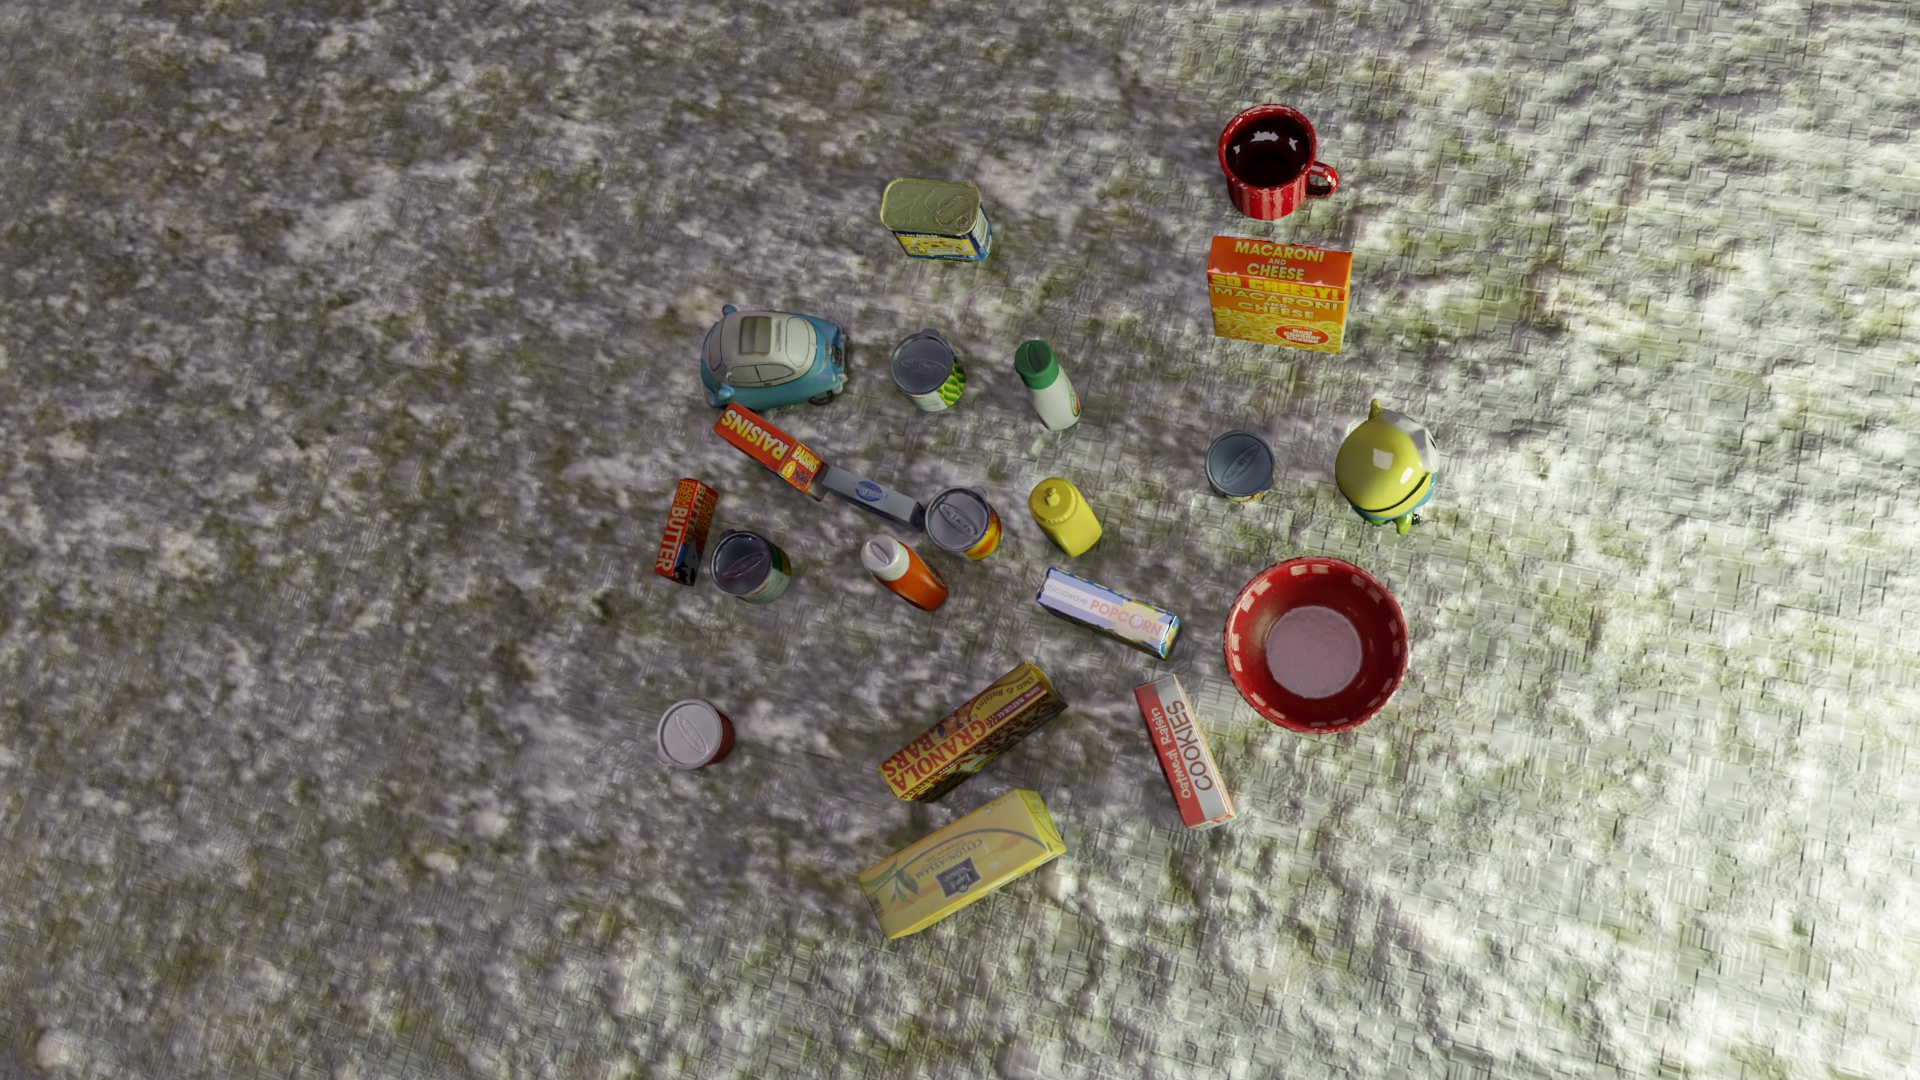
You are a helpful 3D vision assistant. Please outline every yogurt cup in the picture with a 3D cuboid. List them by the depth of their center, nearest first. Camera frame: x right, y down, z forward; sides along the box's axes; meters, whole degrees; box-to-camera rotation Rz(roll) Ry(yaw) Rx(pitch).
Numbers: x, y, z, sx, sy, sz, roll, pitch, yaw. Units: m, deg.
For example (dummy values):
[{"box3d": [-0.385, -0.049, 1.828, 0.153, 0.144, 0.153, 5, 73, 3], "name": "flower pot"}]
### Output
[{"box3d": [-0.259, 0.193, 1.376, 0.072, 0.054, 0.072, -3, 77, 13], "name": "yogurt cup"}]

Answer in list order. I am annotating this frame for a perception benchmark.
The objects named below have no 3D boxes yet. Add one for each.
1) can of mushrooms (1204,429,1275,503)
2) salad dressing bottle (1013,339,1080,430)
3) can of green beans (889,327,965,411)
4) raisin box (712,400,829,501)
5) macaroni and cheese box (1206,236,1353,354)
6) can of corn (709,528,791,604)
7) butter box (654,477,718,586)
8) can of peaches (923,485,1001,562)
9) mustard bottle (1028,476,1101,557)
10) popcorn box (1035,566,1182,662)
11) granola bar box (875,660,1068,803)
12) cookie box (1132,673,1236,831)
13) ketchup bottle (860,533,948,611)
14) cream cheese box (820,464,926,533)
[{"box3d": [0.269, -0.068, 1.325, 0.071, 0.033, 0.071, -3, 77, 13], "name": "can of mushrooms"}, {"box3d": [0.082, -0.149, 1.328, 0.044, 0.147, 0.064, -17, 74, 9], "name": "salad dressing bottle"}, {"box3d": [-0.033, -0.170, 1.407, 0.071, 0.057, 0.071, -3, 77, 13], "name": "can of green beans"}, {"box3d": [-0.184, -0.087, 1.388, 0.086, 0.123, 0.040, 33, 87, 18], "name": "raisin box"}, {"box3d": [0.295, -0.227, 1.287, 0.124, 0.166, 0.040, 11, 80, 15], "name": "macaroni and cheese box"}, {"box3d": [-0.212, 0.026, 1.402, 0.071, 0.058, 0.071, -3, 77, 13], "name": "can of corn"}, {"box3d": [-0.282, -0.009, 1.430, 0.024, 0.053, 0.103, 11, 80, 15], "name": "butter box"}, {"box3d": [0.005, -0.017, 1.362, 0.071, 0.058, 0.071, -3, 77, 13], "name": "can of peaches"}, {"box3d": [0.092, -0.028, 1.290, 0.049, 0.160, 0.065, -41, 72, 2], "name": "mustard bottle"}, {"box3d": [0.139, 0.069, 1.296, 0.127, 0.085, 0.038, 22, 83, 17], "name": "popcorn box"}, {"box3d": [0.015, 0.180, 1.278, 0.165, 0.124, 0.039, -36, 72, 3], "name": "granola bar box"}, {"box3d": [0.197, 0.189, 1.211, 0.040, 0.167, 0.123, -22, 73, 8], "name": "cookie box"}, {"box3d": [-0.057, 0.028, 1.318, 0.043, 0.148, 0.065, -46, 72, 0], "name": "ketchup bottle"}, {"box3d": [-0.084, -0.042, 1.391, 0.104, 0.053, 0.024, 23, 84, 17], "name": "cream cheese box"}]
